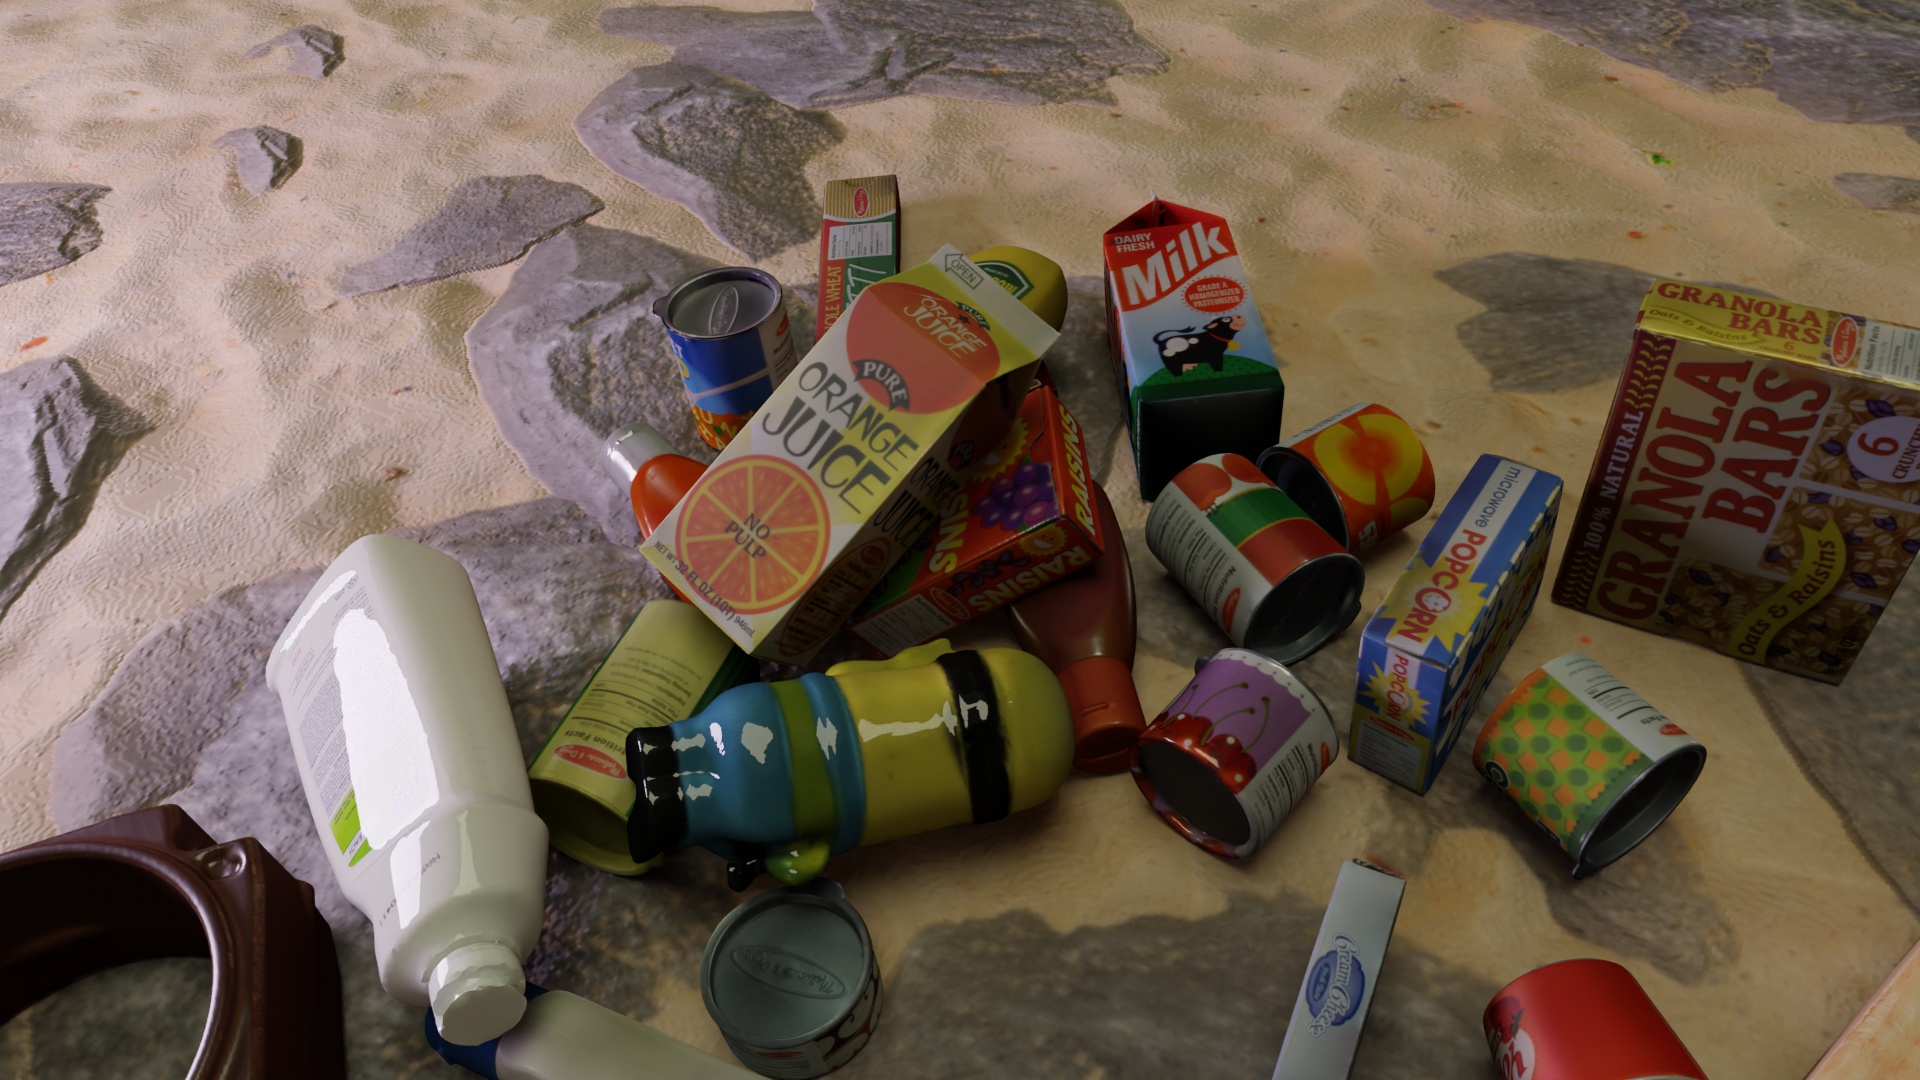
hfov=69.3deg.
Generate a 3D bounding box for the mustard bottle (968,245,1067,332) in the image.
[{"bbox_3d":[-0.005,-0.098,0.740,0.065,0.048,0.161,21,52,29],"label":"mustard bottle"}]

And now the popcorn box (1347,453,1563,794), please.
[{"bbox_3d":[0.214,0.034,0.599,0.038,0.084,0.127,24,53,29],"label":"popcorn box"}]

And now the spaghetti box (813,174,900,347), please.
[{"bbox_3d":[-0.062,-0.147,0.854,0.050,0.028,0.251,-5,45,3],"label":"spaghetti box"}]

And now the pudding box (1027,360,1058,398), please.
[{"bbox_3d":[0.021,-0.094,0.790,0.050,0.030,0.084,-15,45,-6],"label":"pudding box"}]

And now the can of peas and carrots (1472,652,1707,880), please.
[{"bbox_3d":[0.248,0.089,0.555,0.071,0.070,0.059,-26,47,-17],"label":"can of peas and carrots"}]

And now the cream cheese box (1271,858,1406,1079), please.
[{"bbox_3d":[0.132,0.171,0.496,0.024,0.053,0.104,17,50,20],"label":"cream cheese box"}]

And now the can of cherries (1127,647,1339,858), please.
[{"bbox_3d":[0.110,0.087,0.574,0.071,0.071,0.058,30,57,32],"label":"can of cherries"}]

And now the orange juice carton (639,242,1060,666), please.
[{"bbox_3d":[-0.043,-0.040,0.617,0.072,0.073,0.192,41,89,15],"label":"orange juice carton"}]

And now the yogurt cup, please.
[{"bbox_3d":[0.214,0.180,0.471,0.072,0.072,0.054,-8,37,0],"label":"yogurt cup"}]

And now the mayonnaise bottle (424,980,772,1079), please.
[{"bbox_3d":[-0.128,0.194,0.503,0.148,0.064,0.041,14,50,25],"label":"mayonnaise bottle"}]

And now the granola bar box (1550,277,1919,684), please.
[{"bbox_3d":[0.331,-0.021,0.582,0.124,0.164,0.039,18,52,23],"label":"granola bar box"}]

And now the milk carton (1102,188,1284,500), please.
[{"bbox_3d":[0.121,-0.115,0.768,0.073,0.072,0.191,-6,45,2],"label":"milk carton"}]

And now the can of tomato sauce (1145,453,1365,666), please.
[{"bbox_3d":[0.137,0.008,0.649,0.071,0.070,0.083,-24,47,-15],"label":"can of tomato sauce"}]

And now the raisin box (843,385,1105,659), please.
[{"bbox_3d":[0.002,-0.008,0.660,0.123,0.040,0.086,-27,43,23],"label":"raisin box"}]

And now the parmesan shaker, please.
[{"bbox_3d":[-0.136,0.086,0.608,0.071,0.071,0.103,12,47,18],"label":"parmesan shaker"}]

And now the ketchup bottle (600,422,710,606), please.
[{"bbox_3d":[-0.138,-0.012,0.719,0.065,0.043,0.149,-36,51,-16],"label":"ketchup bottle"}]

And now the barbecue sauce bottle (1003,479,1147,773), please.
[{"bbox_3d":[0.054,0.037,0.646,0.065,0.043,0.149,-18,45,7],"label":"barbecue sauce bottle"}]

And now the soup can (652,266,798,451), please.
[{"bbox_3d":[-0.127,-0.100,0.778,0.071,0.083,0.072,-4,45,4],"label":"soup can"}]

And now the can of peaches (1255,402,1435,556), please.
[{"bbox_3d":[0.188,-0.025,0.676,0.058,0.071,0.071,-27,48,-19],"label":"can of peaches"}]

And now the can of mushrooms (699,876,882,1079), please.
[{"bbox_3d":[-0.063,0.169,0.538,0.071,0.033,0.071,-4,45,4],"label":"can of mushrooms"}]
